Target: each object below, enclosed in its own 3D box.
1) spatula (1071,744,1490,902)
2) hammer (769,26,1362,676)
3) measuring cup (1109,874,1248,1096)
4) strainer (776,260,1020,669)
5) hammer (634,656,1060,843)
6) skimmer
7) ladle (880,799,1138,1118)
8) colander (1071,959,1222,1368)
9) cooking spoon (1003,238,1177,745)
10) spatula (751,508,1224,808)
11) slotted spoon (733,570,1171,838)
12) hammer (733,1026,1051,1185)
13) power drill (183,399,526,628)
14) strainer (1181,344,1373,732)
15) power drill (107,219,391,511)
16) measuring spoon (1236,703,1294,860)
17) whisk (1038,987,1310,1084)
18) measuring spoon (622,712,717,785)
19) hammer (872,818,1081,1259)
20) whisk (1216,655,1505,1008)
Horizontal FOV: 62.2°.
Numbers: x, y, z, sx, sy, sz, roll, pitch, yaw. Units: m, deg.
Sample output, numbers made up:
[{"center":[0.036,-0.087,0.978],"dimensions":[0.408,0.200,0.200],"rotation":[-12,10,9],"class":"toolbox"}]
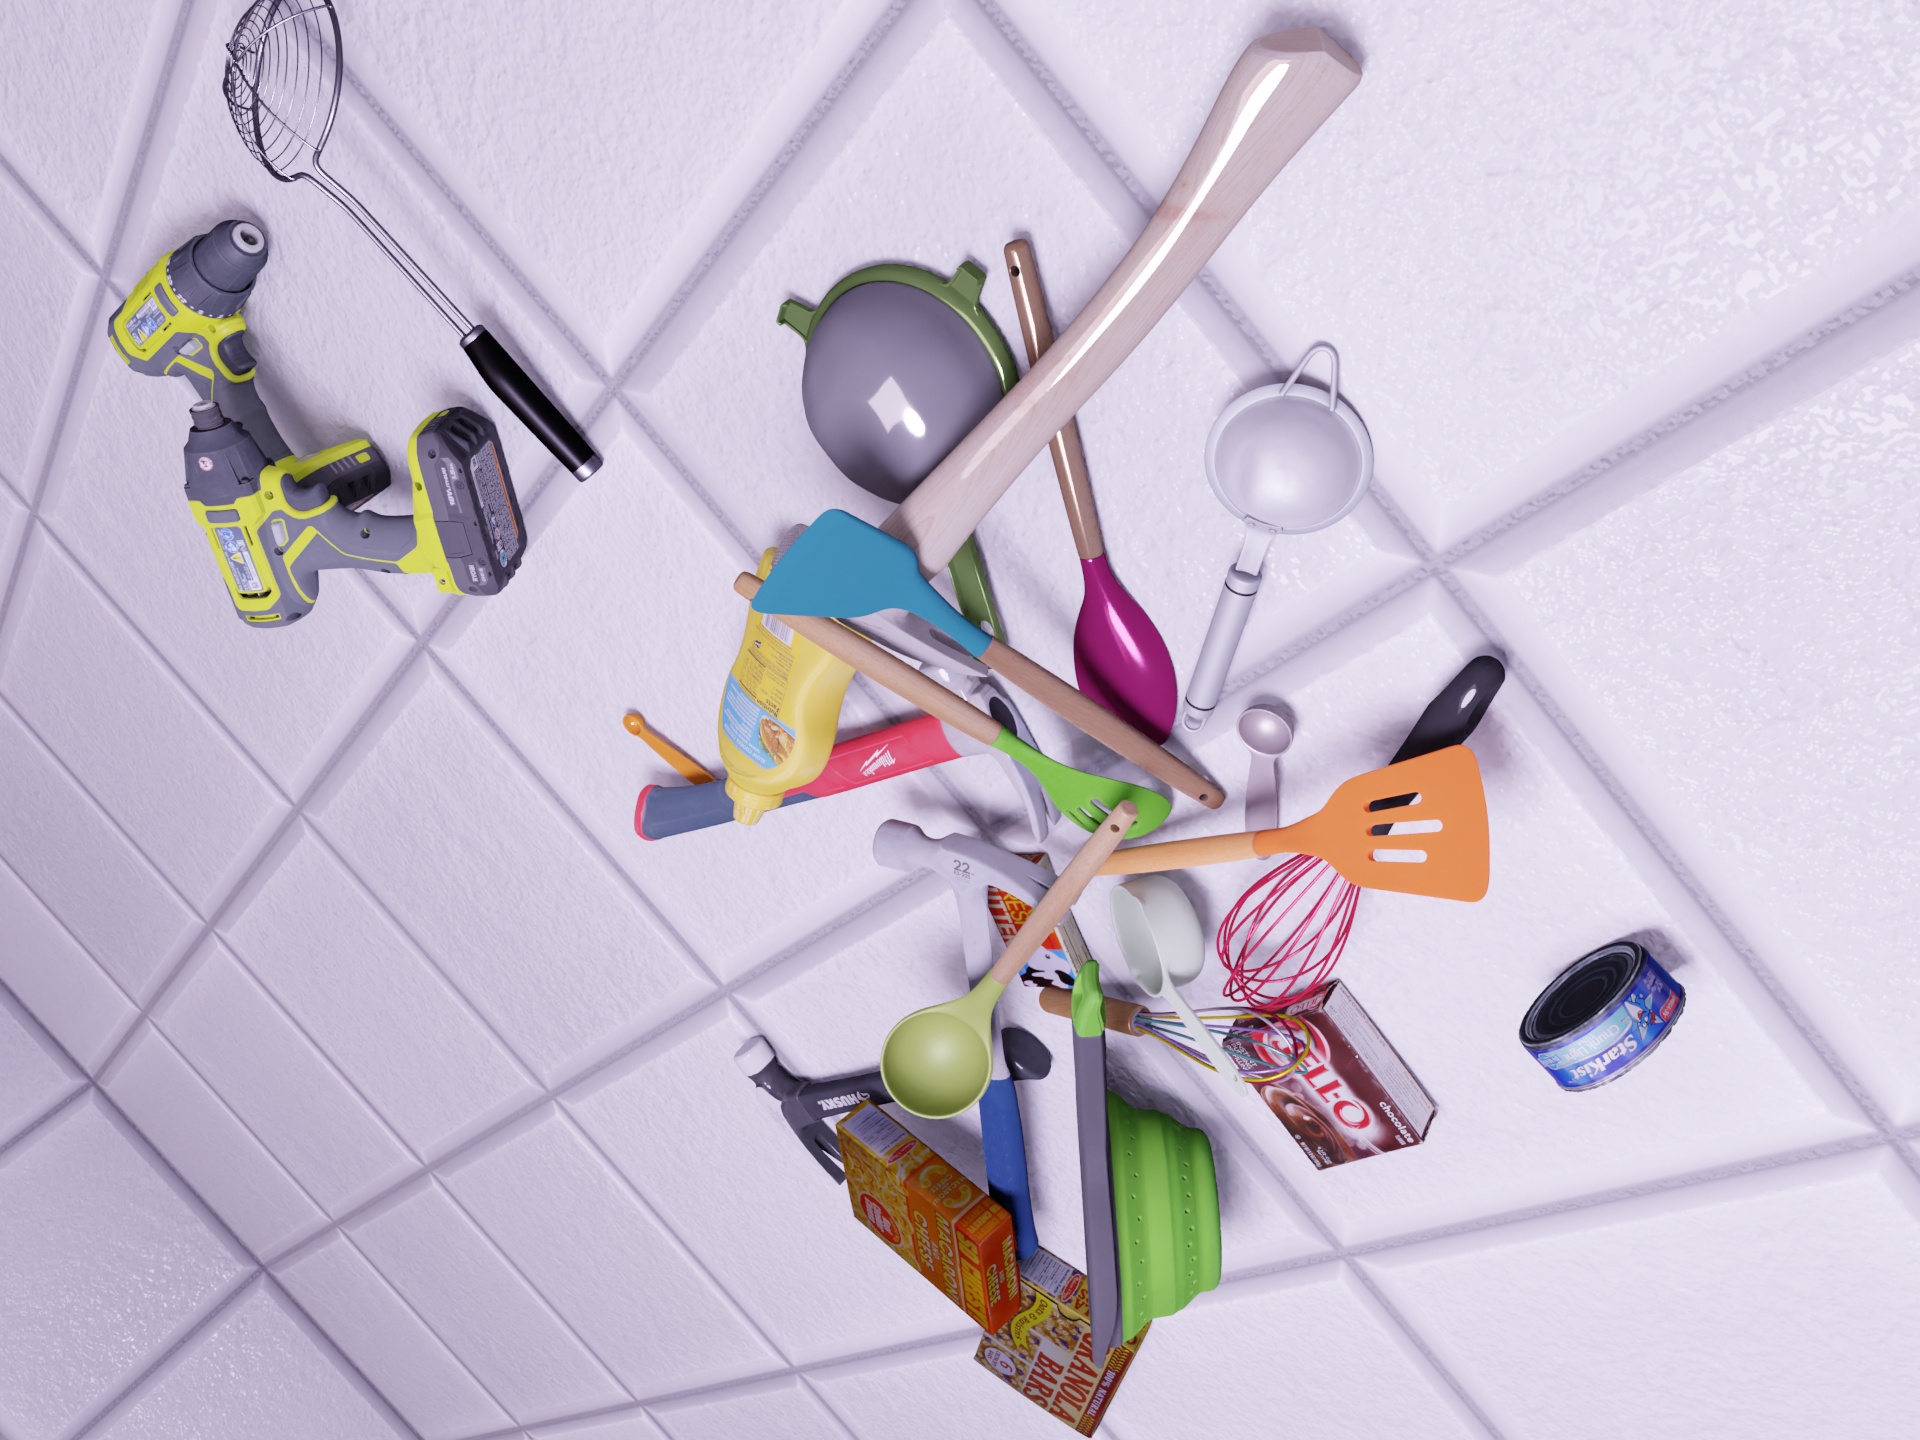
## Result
[{"center":[0.168,0.075,0.931],"dimensions":[0.322,0.041,0.081],"rotation":[-16,75,58],"class":"spatula"},{"center":[0.062,-0.175,0.832],"dimensions":[0.146,0.038,0.410],"rotation":[27,130,-22],"class":"hammer"},{"center":[0.148,0.165,0.998],"dimensions":[0.083,0.038,0.168],"rotation":[86,158,-44],"class":"measuring cup"},{"center":[-0.028,-0.135,0.942],"dimensions":[0.151,0.069,0.256],"rotation":[0,119,37],"class":"strainer"},{"center":[-0.103,0.054,1.154],"dimensions":[0.386,0.038,0.143],"rotation":[-17,111,41],"class":"hammer"},{"center":[-0.358,-0.324,1.082],"dimensions":[0.127,0.090,0.363],"rotation":[-23,116,41],"class":"skimmer"},{"center":[0.032,0.158,1.024],"dimensions":[0.078,0.062,0.320],"rotation":[33,132,2],"class":"ladle"},{"center":[0.127,0.290,1.070],"dimensions":[0.094,0.205,0.396],"rotation":[-4,134,3],"class":"colander"},{"center":[0.069,-0.119,0.918],"dimensions":[0.069,0.017,0.318],"rotation":[3,123,34],"class":"cooking spoon"},{"center":[0.033,-0.022,0.919],"dimensions":[0.317,0.044,0.082],"rotation":[32,122,-20],"class":"spatula"},{"center":[-0.002,-0.003,0.959],"dimensions":[0.313,0.031,0.070],"rotation":[31,149,-19],"class":"slotted spoon"},{"center":[-0.049,0.303,1.306],"dimensions":[0.335,0.035,0.146],"rotation":[-24,104,44],"class":"hammer"},{"center":[-0.450,-0.158,1.169],"dimensions":[0.223,0.080,0.171],"rotation":[-3,122,7],"class":"power drill"},{"center":[0.158,-0.082,0.867],"dimensions":[0.087,0.050,0.258],"rotation":[18,135,7],"class":"strainer"},{"center":[-0.550,-0.260,1.240],"dimensions":[0.190,0.080,0.228],"rotation":[-20,105,39],"class":"power drill"},{"center":[0.183,0.036,0.954],"dimensions":[0.034,0.018,0.124],"rotation":[16,136,25],"class":"measuring spoon"},{"center":[0.138,0.203,1.062],"dimensions":[0.051,0.047,0.245],"rotation":[24,167,-34],"class":"whisk"},{"center":[-0.218,0.031,1.253],"dimensions":[0.117,0.011,0.021],"rotation":[37,136,3],"class":"measuring spoon"},{"center":[0.028,0.251,1.160],"dimensions":[0.144,0.035,0.405],"rotation":[12,128,27],"class":"hammer"},{"center":[0.226,0.072,0.915],"dimensions":[0.073,0.073,0.295],"rotation":[35,130,11],"class":"whisk"}]
